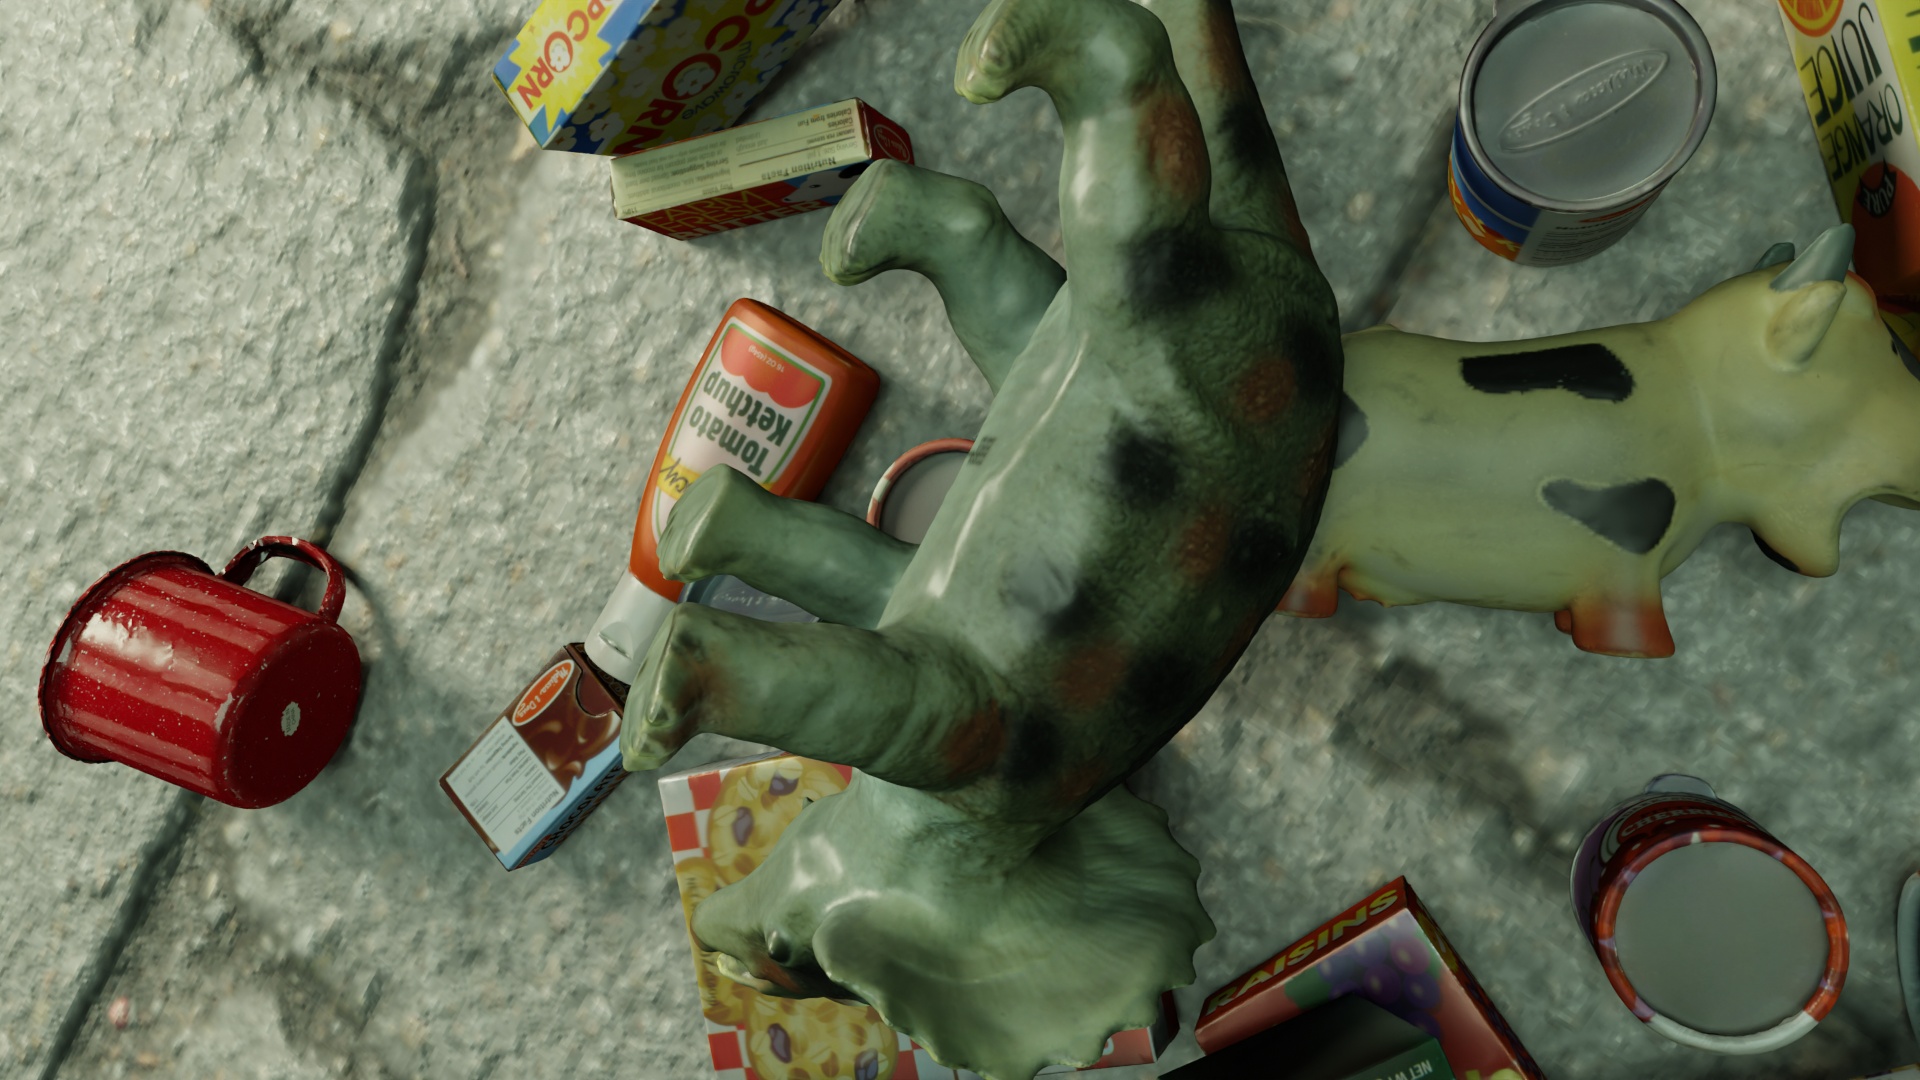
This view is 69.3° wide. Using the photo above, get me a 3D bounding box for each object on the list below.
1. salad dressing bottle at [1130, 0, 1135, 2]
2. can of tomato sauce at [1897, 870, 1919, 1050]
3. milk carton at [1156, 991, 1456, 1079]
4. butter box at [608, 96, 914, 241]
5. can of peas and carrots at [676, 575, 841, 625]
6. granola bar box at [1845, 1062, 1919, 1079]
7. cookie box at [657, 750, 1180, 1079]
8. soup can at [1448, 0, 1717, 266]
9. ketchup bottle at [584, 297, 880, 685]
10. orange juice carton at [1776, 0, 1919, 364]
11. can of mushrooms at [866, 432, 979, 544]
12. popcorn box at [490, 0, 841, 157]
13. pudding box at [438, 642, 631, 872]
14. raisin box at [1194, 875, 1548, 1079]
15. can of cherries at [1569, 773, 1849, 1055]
[{"bbox_3d":[0.056,-0.177,0.477,0.044,0.064,0.148,-15,78,5],"label":"salad dressing bottle"},{"bbox_3d":[0.321,0.127,0.390,0.083,0.071,0.071,-4,89,17],"label":"can of tomato sauce"},{"bbox_3d":[0.130,0.237,0.391,0.072,0.073,0.190,-21,83,-6],"label":"milk carton"},{"bbox_3d":[-0.073,-0.137,0.518,0.103,0.053,0.024,-9,90,17],"label":"butter box"},{"bbox_3d":[-0.058,0.032,0.496,0.071,0.058,0.071,-15,45,15],"label":"can of peas and carrots"},{"bbox_3d":[0.242,0.248,0.399,0.124,0.039,0.165,-18,98,8],"label":"granola bar box"},{"bbox_3d":[-0.017,0.131,0.505,0.167,0.040,0.123,-13,86,17],"label":"cookie box"},{"bbox_3d":[0.184,-0.126,0.423,0.071,0.084,0.071,0,90,17],"label":"soup can"},{"bbox_3d":[-0.092,-0.014,0.527,0.065,0.043,0.148,34,99,18],"label":"ketchup bottle"},{"bbox_3d":[0.293,-0.137,0.396,0.072,0.073,0.192,-15,86,16],"label":"orange juice carton"},{"bbox_3d":[0.002,-0.006,0.504,0.071,0.033,0.071,0,90,18],"label":"can of mushrooms"},{"bbox_3d":[-0.094,-0.191,0.492,0.126,0.085,0.038,-38,80,29],"label":"popcorn box"},{"bbox_3d":[-0.161,0.086,0.554,0.083,0.030,0.050,-46,77,12],"label":"pudding box"},{"bbox_3d":[0.147,0.188,0.455,0.086,0.040,0.123,-36,81,14],"label":"raisin box"},{"bbox_3d":[0.224,0.111,0.422,0.071,0.058,0.071,0,90,17],"label":"can of cherries"}]
